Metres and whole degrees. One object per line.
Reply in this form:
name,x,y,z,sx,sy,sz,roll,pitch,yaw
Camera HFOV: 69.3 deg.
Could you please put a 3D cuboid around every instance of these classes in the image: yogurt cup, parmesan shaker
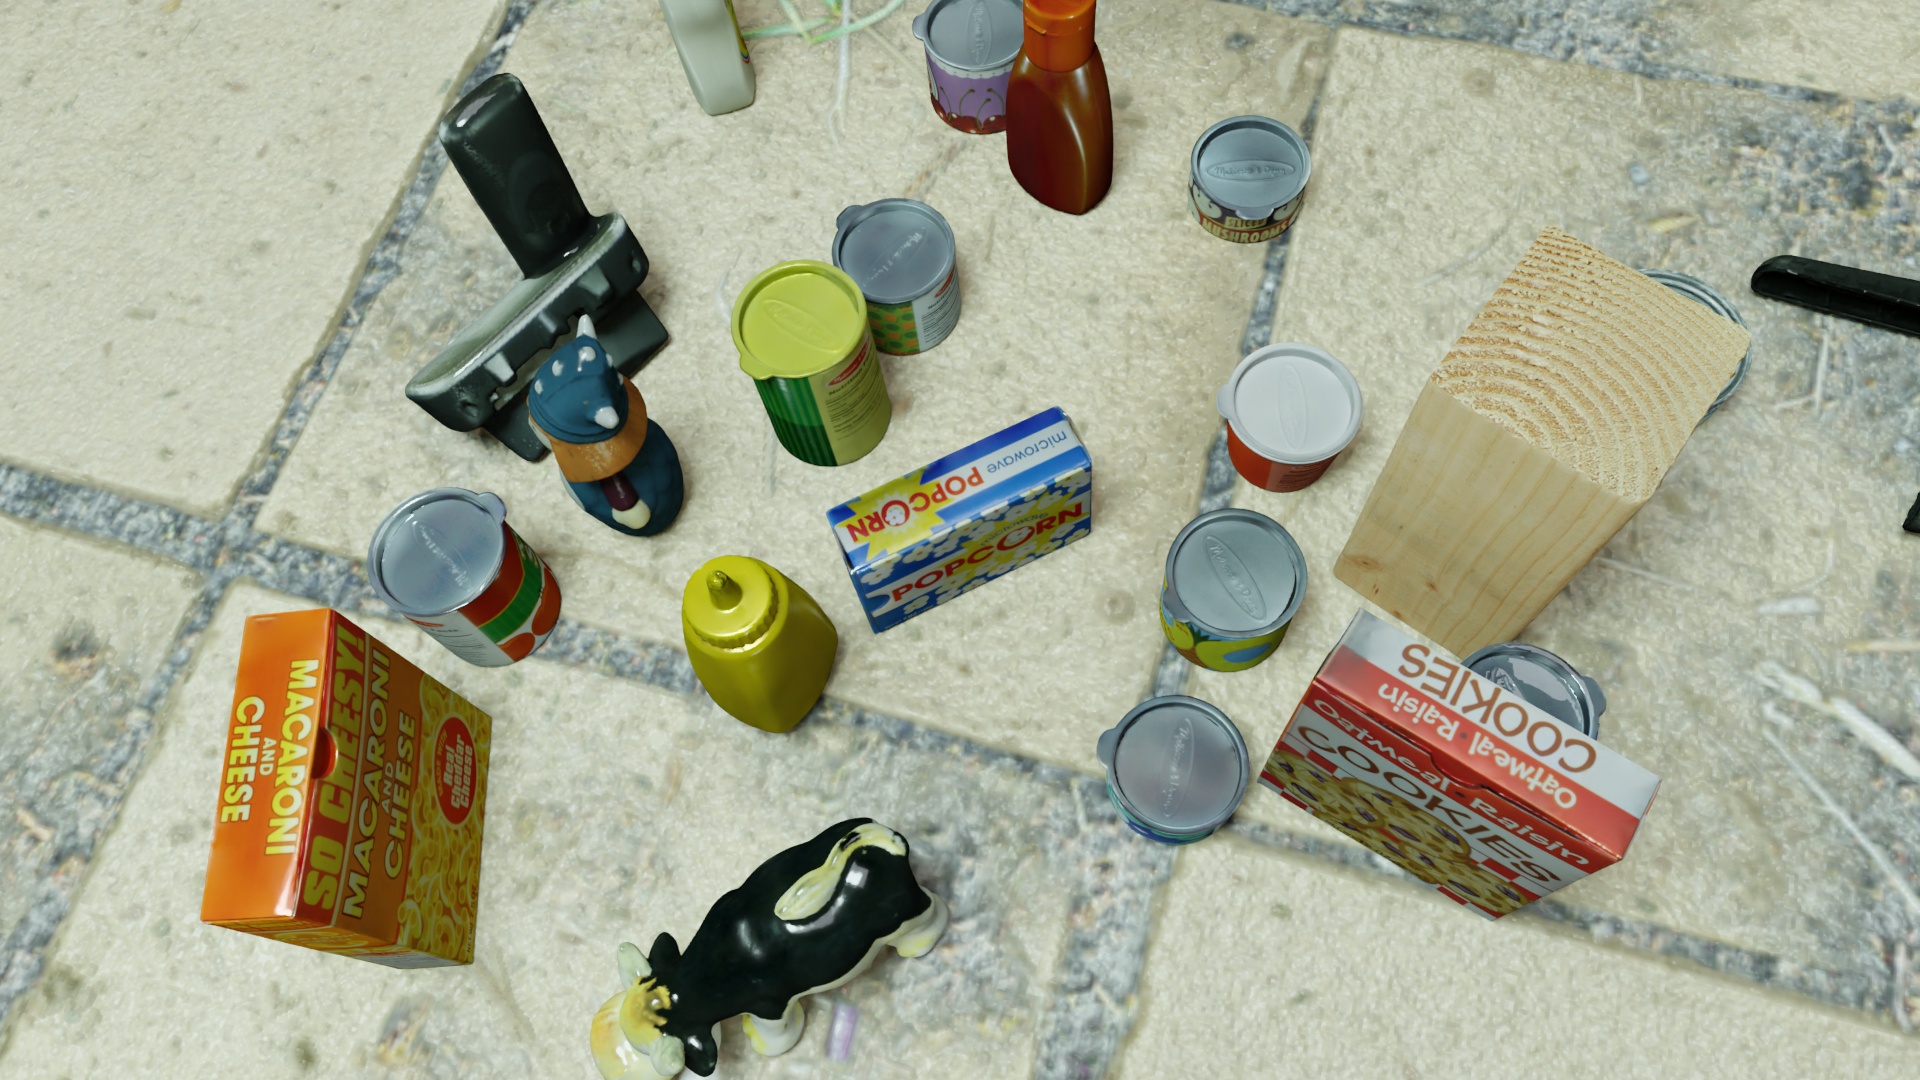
yogurt cup,0.168,-0.060,0.714,0.072,0.053,0.072,-1,67,3
parmesan shaker,-0.077,-0.086,0.715,0.071,0.102,0.071,-1,67,3

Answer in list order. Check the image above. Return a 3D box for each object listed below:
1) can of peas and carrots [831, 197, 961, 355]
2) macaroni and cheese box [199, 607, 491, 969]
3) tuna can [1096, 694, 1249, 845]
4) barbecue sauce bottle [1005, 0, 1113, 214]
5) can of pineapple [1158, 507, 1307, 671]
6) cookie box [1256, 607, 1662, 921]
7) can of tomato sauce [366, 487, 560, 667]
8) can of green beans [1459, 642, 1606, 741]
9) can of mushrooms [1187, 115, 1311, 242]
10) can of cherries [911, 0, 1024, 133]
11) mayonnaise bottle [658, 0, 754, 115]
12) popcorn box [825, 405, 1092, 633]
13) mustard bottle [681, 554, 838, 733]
can of peas and carrots,-0.036,-0.145,0.761,0.071,0.058,0.071,-1,67,3
macaroni and cheese box,-0.258,0.114,0.607,0.040,0.166,0.124,-5,67,2
tuna can,0.099,0.109,0.658,0.071,0.032,0.071,-1,67,3
barbecue sauce bottle,0.053,-0.241,0.748,0.065,0.148,0.044,38,75,18
can of pineapple,0.129,0.026,0.678,0.071,0.057,0.071,-1,67,3
cookie box,0.196,0.101,0.581,0.123,0.166,0.040,31,73,15
can of tomato sauce,-0.243,0.019,0.693,0.071,0.082,0.071,-1,67,3
can of green beans,0.251,0.087,0.643,0.071,0.057,0.071,-1,67,3
can of mushrooms,0.162,-0.202,0.786,0.071,0.033,0.071,-1,67,3
can of cherries,0.010,-0.284,0.818,0.071,0.058,0.072,-1,67,3
mayonnaise bottle,-0.153,-0.314,0.793,0.041,0.147,0.065,-16,67,-3
popcorn box,0.002,-0.009,0.686,0.127,0.085,0.038,-25,68,-7
mustard bottle,-0.095,0.041,0.631,0.049,0.159,0.065,25,71,14
